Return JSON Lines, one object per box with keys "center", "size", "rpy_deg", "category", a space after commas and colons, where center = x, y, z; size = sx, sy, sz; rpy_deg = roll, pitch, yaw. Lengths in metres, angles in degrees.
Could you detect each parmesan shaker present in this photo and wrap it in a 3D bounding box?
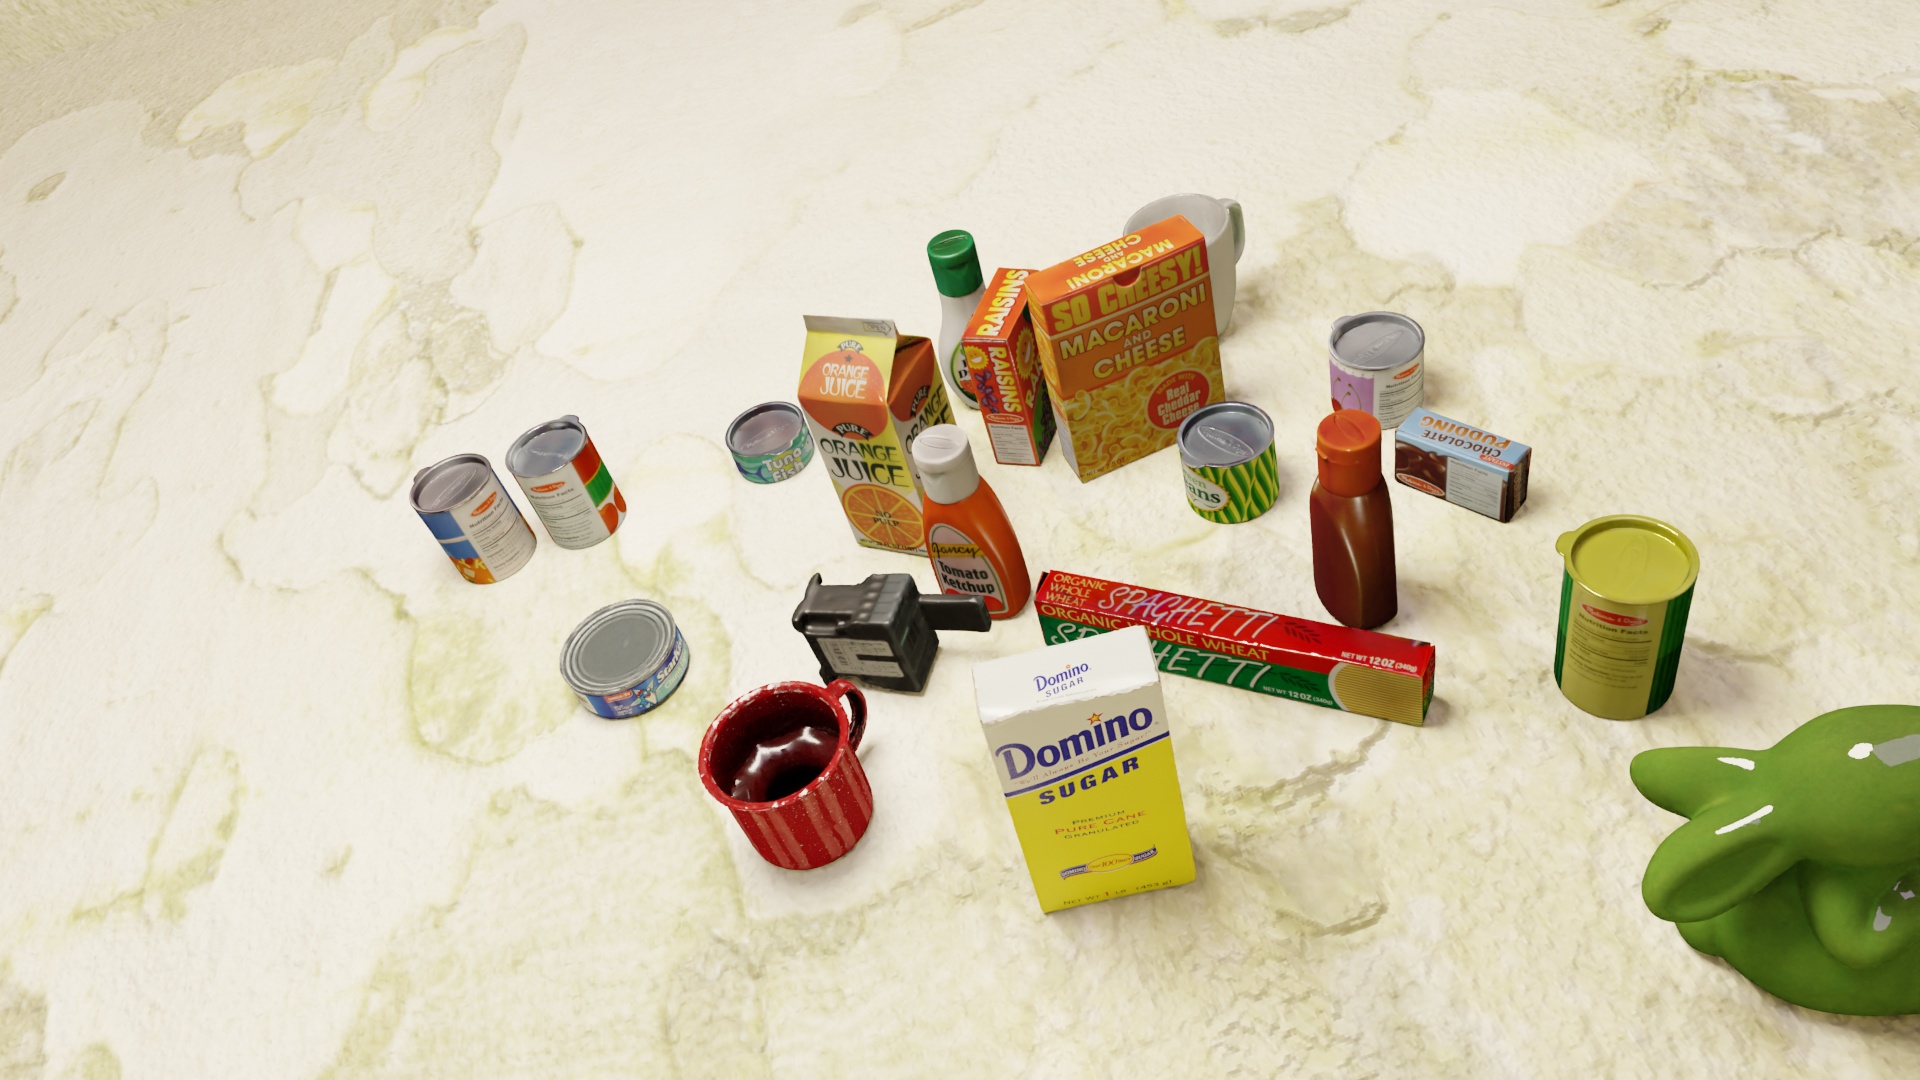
{"center": [0.369, 0.043, 0.781], "size": [0.071, 0.102, 0.072], "rpy_deg": [-9, 44, 9], "category": "parmesan shaker"}

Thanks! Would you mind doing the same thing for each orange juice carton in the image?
{"center": [-0.053, -0.081, 0.974], "size": [0.072, 0.191, 0.073], "rpy_deg": [9, 50, 25], "category": "orange juice carton"}

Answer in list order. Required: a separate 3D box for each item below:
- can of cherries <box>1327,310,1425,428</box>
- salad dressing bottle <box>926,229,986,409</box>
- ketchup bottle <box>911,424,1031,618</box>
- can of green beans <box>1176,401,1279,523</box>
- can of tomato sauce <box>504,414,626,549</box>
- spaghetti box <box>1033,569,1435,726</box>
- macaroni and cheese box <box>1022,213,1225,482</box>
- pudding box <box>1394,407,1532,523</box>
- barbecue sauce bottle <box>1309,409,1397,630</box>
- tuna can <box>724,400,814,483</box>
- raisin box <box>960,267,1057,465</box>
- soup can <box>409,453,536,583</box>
{"center": [0.299, -0.124, 1.002], "size": [0.071, 0.058, 0.072], "rpy_deg": [-9, 44, 9], "category": "can of cherries"}
{"center": [0.008, -0.170, 1.076], "size": [0.064, 0.147, 0.044], "rpy_deg": [-18, 44, 0], "category": "salad dressing bottle"}
{"center": [0.003, -0.012, 0.918], "size": [0.065, 0.148, 0.044], "rpy_deg": [10, 51, 26], "category": "ketchup bottle"}
{"center": [0.187, -0.054, 0.968], "size": [0.071, 0.057, 0.071], "rpy_deg": [-9, 44, 9], "category": "can of green beans"}
{"center": [-0.310, -0.046, 1.099], "size": [0.071, 0.082, 0.071], "rpy_deg": [-9, 44, 9], "category": "can of tomato sauce"}
{"center": [0.164, 0.064, 0.863], "size": [0.250, 0.050, 0.029], "rpy_deg": [10, 51, 26], "category": "spaghetti box"}
{"center": [0.122, -0.133, 0.990], "size": [0.124, 0.165, 0.040], "rpy_deg": [-24, 44, -6], "category": "macaroni and cheese box"}
{"center": [0.333, -0.051, 0.924], "size": [0.084, 0.049, 0.030], "rpy_deg": [27, 59, 36], "category": "pudding box"}
{"center": [0.238, -0.013, 0.846], "size": [0.044, 0.147, 0.065], "rpy_deg": [-23, 44, -5], "category": "barbecue sauce bottle"}
{"center": [-0.152, -0.078, 1.117], "size": [0.071, 0.032, 0.071], "rpy_deg": [-9, 44, 9], "category": "tuna can"}
{"center": [0.043, -0.130, 1.042], "size": [0.040, 0.122, 0.086], "rpy_deg": [6, 49, 23], "category": "raisin box"}
{"center": [-0.384, -0.017, 1.094], "size": [0.071, 0.083, 0.072], "rpy_deg": [-9, 44, 9], "category": "soup can"}
